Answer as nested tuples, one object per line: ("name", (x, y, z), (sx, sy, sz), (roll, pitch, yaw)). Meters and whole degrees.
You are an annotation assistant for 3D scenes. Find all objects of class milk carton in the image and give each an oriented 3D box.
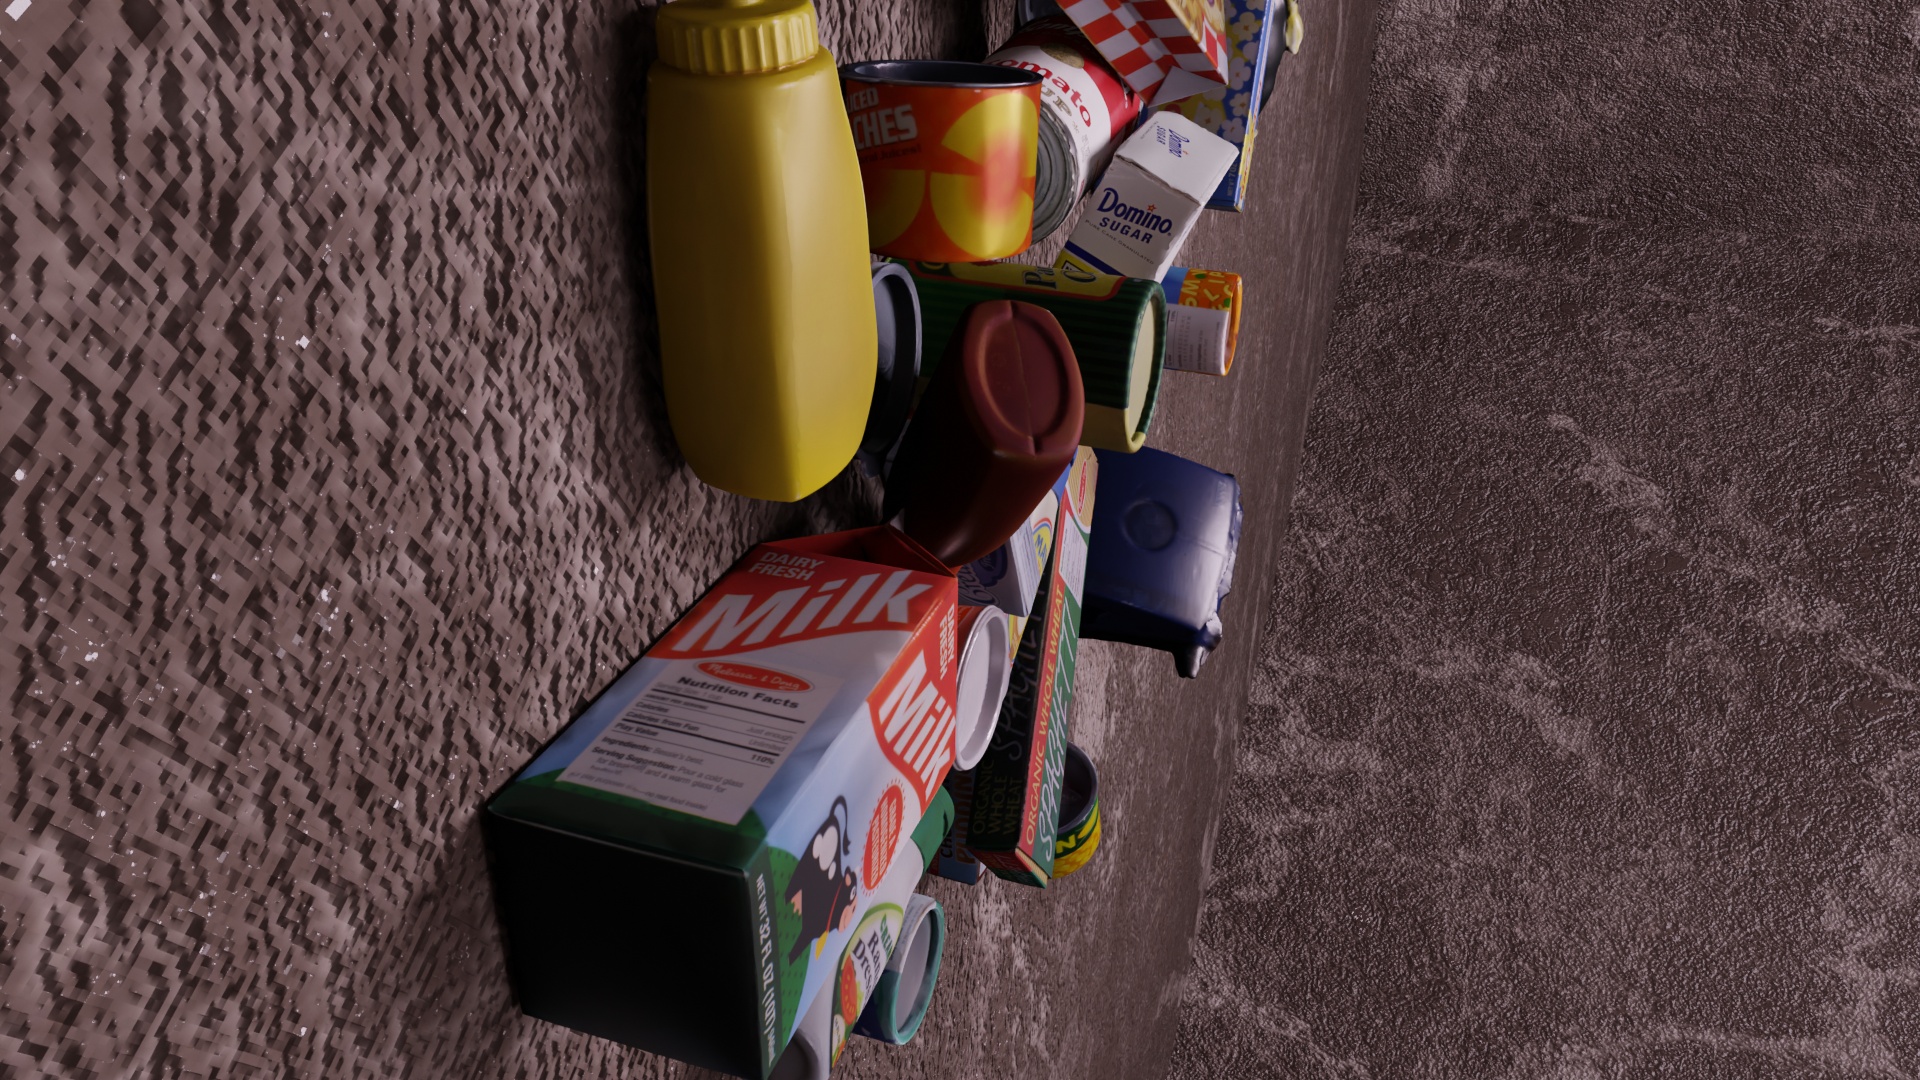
("milk carton", (-0.051, 0.060, 0.422), (0.191, 0.073, 0.072), (-53, 149, -57))

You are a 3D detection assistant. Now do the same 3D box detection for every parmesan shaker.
("parmesan shaker", (0.023, -0.073, 0.534), (0.071, 0.103, 0.071), (9, 91, -73))

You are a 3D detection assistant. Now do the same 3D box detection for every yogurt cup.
("yogurt cup", (-0.015, 0.056, 0.570), (0.072, 0.054, 0.072), (9, 91, -73))

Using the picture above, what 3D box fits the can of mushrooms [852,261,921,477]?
("can of mushrooms", (-0.040, -0.058, 0.460), (0.071, 0.033, 0.071), (8, 91, -74))

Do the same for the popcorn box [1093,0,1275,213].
("popcorn box", (0.130, -0.259, 0.809), (0.038, 0.085, 0.126), (-14, 113, -73))

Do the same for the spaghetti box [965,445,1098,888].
("spaghetti box", (0.040, 0.050, 0.717), (0.050, 0.028, 0.251), (55, 37, -51))

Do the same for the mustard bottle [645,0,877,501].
("mustard bottle", (-0.054, -0.091, 0.368), (0.066, 0.049, 0.159), (-56, 150, -53))

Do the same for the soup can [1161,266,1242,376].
("soup can", (0.133, -0.144, 0.887), (0.071, 0.084, 0.071), (8, 91, -74))

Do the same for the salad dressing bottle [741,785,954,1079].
("salad dressing bottle", (-0.044, 0.147, 0.548), (0.148, 0.044, 0.064), (-54, 150, -56))

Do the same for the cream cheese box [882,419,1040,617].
("cream cheese box", (0.002, -0.007, 0.591), (0.103, 0.053, 0.024), (77, 28, -53))

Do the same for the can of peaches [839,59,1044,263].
("can of peaches", (-0.009, -0.129, 0.469), (0.071, 0.071, 0.057), (-49, 146, -59))

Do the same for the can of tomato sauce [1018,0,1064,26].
("can of tomato sauce", (0.069, -0.250, 0.651), (0.083, 0.071, 0.071), (-35, 132, -68))

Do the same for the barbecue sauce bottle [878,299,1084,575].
("barbecue sauce bottle", (-0.001, -0.021, 0.500), (0.147, 0.044, 0.065), (123, -36, -59))

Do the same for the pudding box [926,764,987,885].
("pudding box", (0.006, 0.129, 0.723), (0.050, 0.030, 0.083), (-41, 138, -63))

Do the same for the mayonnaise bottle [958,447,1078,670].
("mayonnaise bottle", (0.022, 0.006, 0.683), (0.064, 0.041, 0.149), (76, 30, -54))

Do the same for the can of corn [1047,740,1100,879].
("can of corn", (0.048, 0.160, 0.816), (0.058, 0.071, 0.071), (79, 26, -51))

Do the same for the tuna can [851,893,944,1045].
("tuna can", (-0.033, 0.193, 0.628), (0.071, 0.033, 0.071), (8, 91, -73))

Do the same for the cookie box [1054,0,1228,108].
("cookie box", (0.060, -0.274, 0.538), (0.123, 0.040, 0.168), (21, 65, -57))
